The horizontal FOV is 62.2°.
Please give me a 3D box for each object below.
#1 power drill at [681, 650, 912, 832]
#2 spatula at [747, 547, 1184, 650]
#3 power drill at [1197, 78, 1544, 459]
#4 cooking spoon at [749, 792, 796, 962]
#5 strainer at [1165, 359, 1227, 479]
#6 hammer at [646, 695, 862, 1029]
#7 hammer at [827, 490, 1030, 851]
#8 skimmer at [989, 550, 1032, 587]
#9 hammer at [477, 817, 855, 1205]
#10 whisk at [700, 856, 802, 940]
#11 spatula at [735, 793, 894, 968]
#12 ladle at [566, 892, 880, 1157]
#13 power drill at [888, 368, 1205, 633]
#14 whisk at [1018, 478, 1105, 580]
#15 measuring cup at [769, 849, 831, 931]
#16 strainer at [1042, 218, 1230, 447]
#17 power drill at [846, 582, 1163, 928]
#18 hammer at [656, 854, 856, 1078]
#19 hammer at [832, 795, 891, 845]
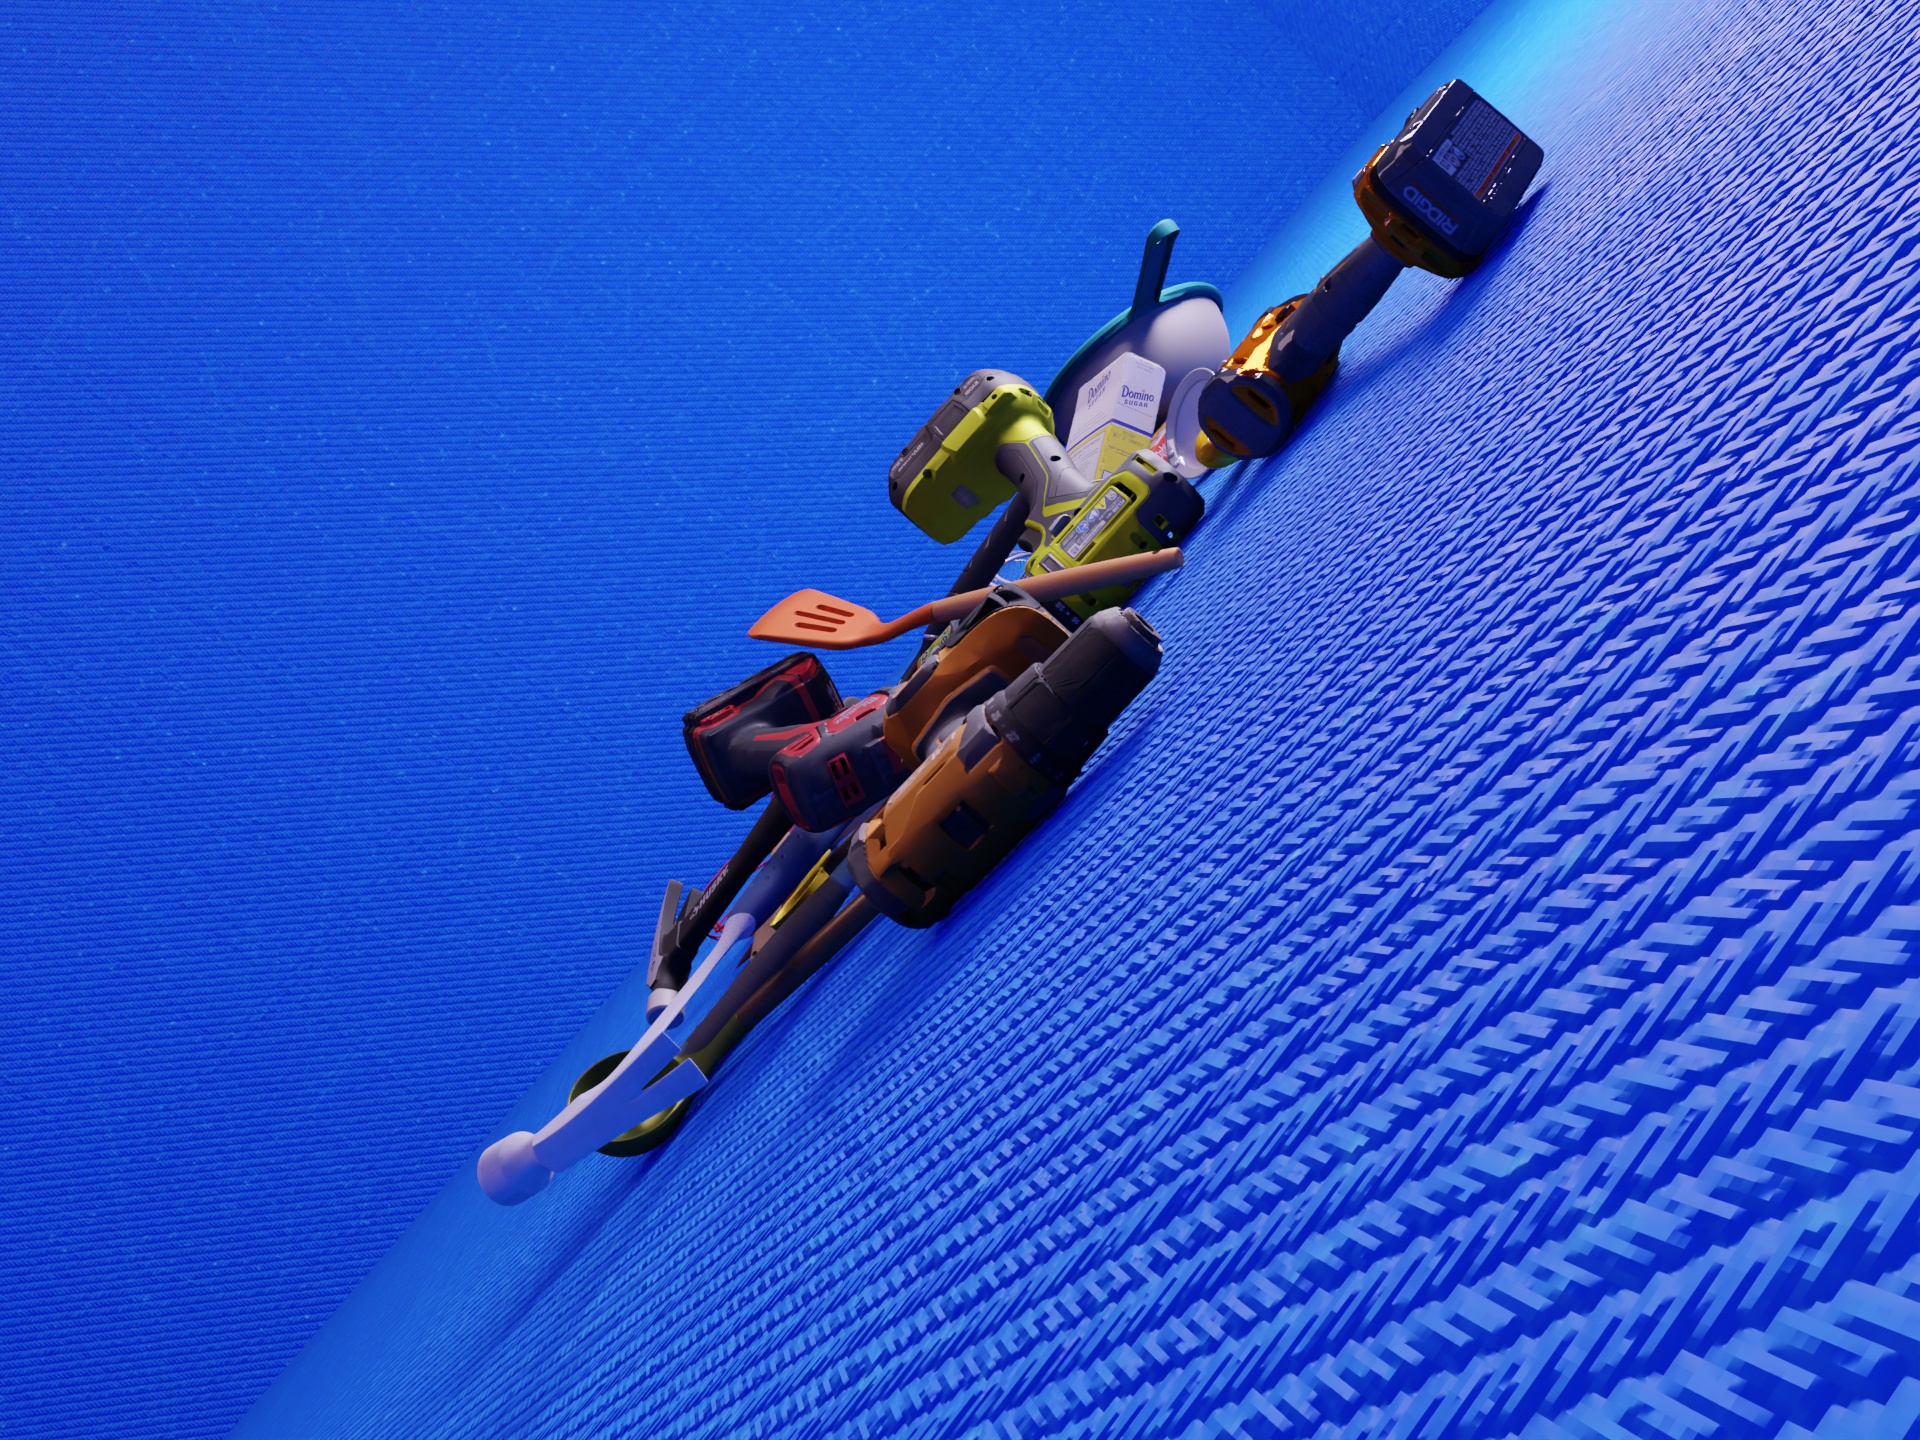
[{"bbox_3d":[-0.073,0.001,1.076,0.188,0.080,0.227,-31,17,-25],"label":"power drill"},{"bbox_3d":[0.001,-0.085,1.071,0.322,0.041,0.081,-10,23,34],"label":"spatula"},{"bbox_3d":[0.247,-0.275,0.980,0.164,0.084,0.226,-52,3,-40],"label":"power drill"},{"bbox_3d":[-0.154,0.115,1.368,0.069,0.017,0.319,-31,25,17],"label":"cooking spoon"},{"bbox_3d":[0.160,-0.192,1.290,0.258,0.050,0.087,-51,43,42],"label":"strainer"},{"bbox_3d":[-0.170,0.103,1.315,0.334,0.035,0.146,-51,25,29],"label":"hammer"},{"bbox_3d":[-0.033,-0.063,1.471,0.408,0.036,0.149,-54,18,25],"label":"hammer"},{"bbox_3d":[0.063,-0.098,1.453,0.127,0.090,0.363,-38,15,-3],"label":"skimmer"},{"bbox_3d":[-0.133,0.129,0.962,0.144,0.035,0.406,-34,10,30],"label":"hammer"},{"bbox_3d":[-0.127,0.098,1.449,0.296,0.073,0.073,-43,6,7],"label":"whisk"},{"bbox_3d":[-0.105,0.120,1.311,0.315,0.018,0.060,-45,6,40],"label":"spatula"},{"bbox_3d":[-0.125,0.163,0.979,0.320,0.062,0.078,-44,32,18],"label":"ladle"},{"bbox_3d":[0.044,-0.139,1.139,0.190,0.080,0.229,-48,46,6],"label":"power drill"},{"bbox_3d":[0.035,-0.072,1.185,0.284,0.070,0.070,-45,5,-8],"label":"whisk"},{"bbox_3d":[-0.108,0.130,1.225,0.062,0.029,0.156,-48,3,11],"label":"measuring cup"},{"bbox_3d":[0.185,-0.327,1.454,0.211,0.095,0.340,-31,-14,-9],"label":"strainer"},{"bbox_3d":[0.027,-0.005,0.832,0.185,0.084,0.226,-47,10,15],"label":"power drill"},{"bbox_3d":[-0.094,0.126,1.103,0.331,0.033,0.128,-50,6,-14],"label":"hammer"},{"bbox_3d":[-0.152,0.029,1.457,0.149,0.036,0.359,-43,26,-21],"label":"hammer"}]
